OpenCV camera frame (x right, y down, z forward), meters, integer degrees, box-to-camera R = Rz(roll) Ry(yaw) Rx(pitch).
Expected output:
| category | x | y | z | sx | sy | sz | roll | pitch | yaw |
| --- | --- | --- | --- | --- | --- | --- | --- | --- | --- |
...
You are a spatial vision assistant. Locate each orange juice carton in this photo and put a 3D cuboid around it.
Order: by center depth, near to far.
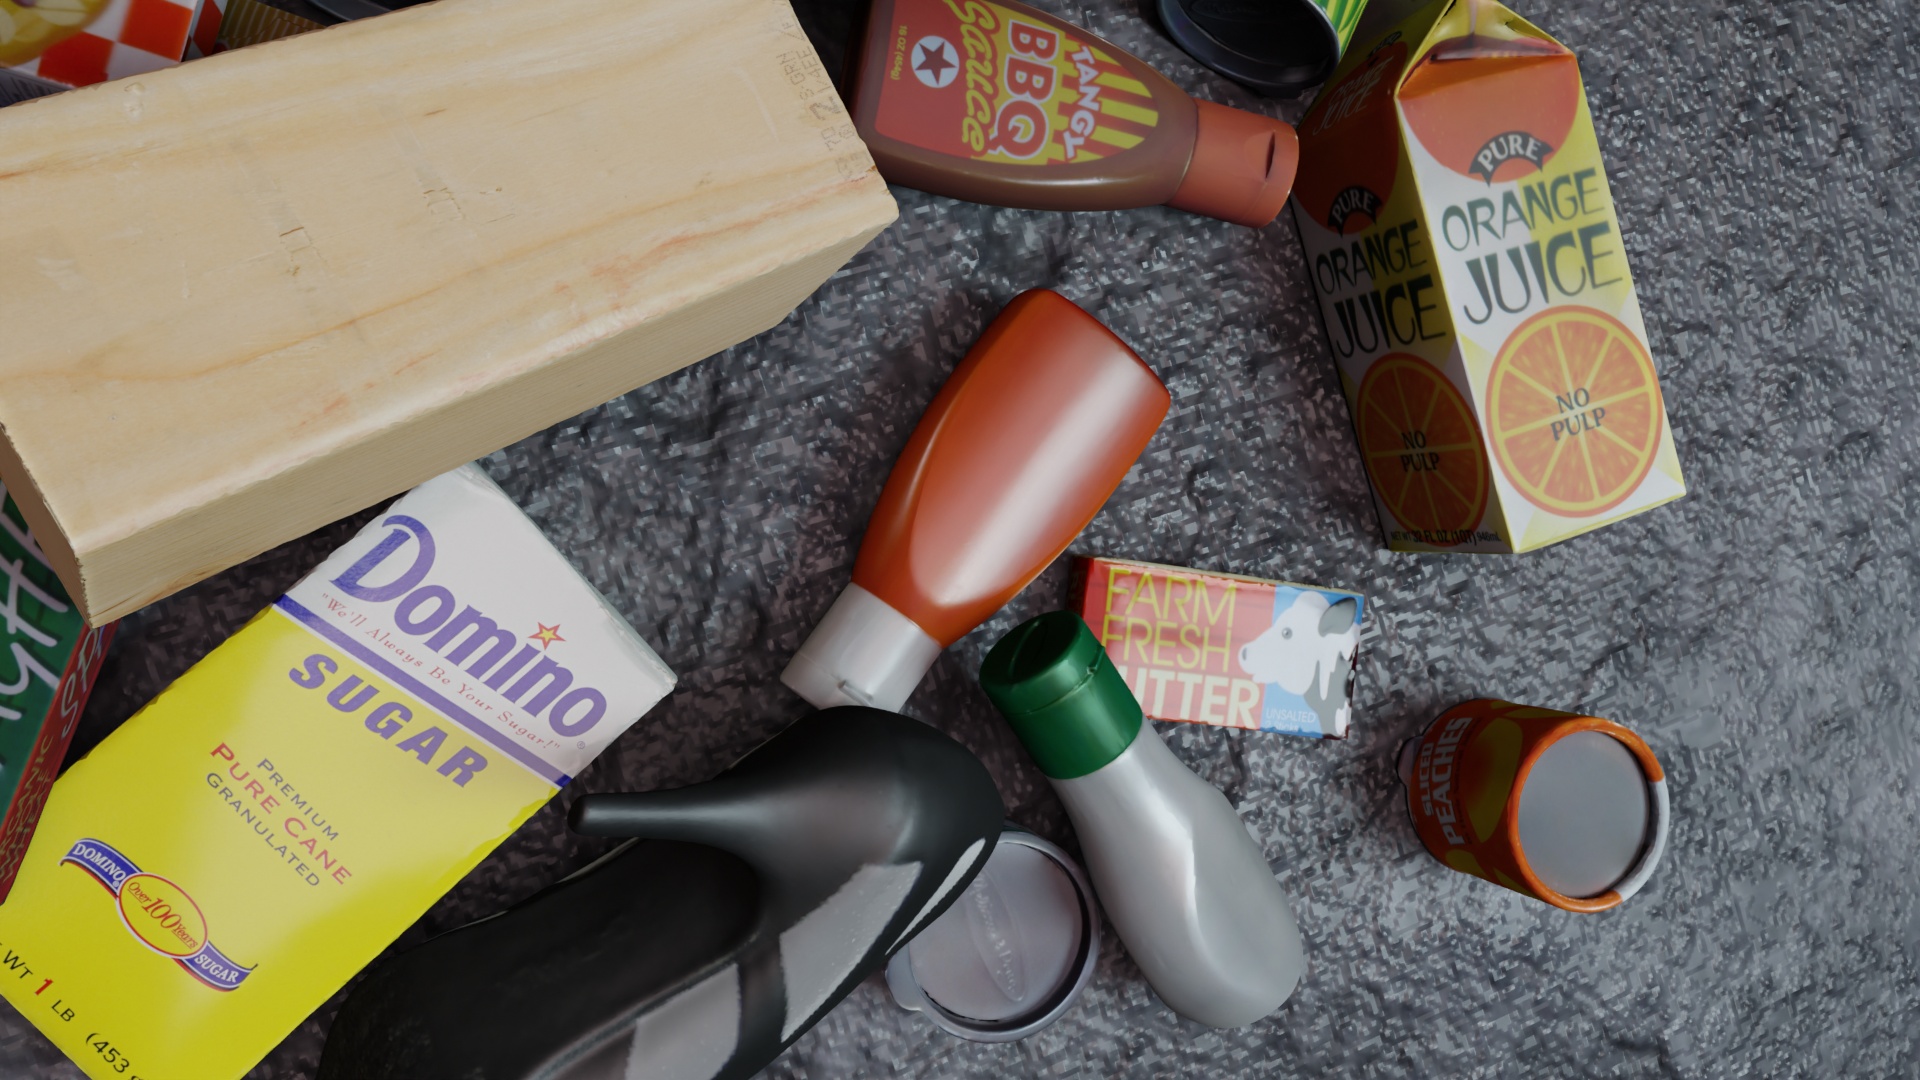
| category | x | y | z | sx | sy | sz | roll | pitch | yaw |
| --- | --- | --- | --- | --- | --- | --- | --- | --- | --- |
| orange juice carton | 0.171 | -0.095 | 0.474 | 0.073 | 0.072 | 0.192 | -18 | 94 | -16 |

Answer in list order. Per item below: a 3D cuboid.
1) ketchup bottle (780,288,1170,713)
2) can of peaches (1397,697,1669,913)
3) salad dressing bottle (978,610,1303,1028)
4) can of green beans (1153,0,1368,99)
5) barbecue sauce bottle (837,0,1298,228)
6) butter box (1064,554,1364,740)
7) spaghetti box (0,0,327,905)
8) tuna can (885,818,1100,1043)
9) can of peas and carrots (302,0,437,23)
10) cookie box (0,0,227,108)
| category | x | y | z | sx | sy | sz | roll | pitch | yaw |
| --- | --- | --- | --- | --- | --- | --- | --- | --- | --- |
| ketchup bottle | 0.002 | -0.006 | 0.440 | 0.064 | 0.043 | 0.149 | 39 | 80 | -13 |
| can of peaches | 0.200 | 0.091 | 0.487 | 0.071 | 0.058 | 0.071 | 0 | 90 | -16 |
| salad dressing bottle | 0.058 | 0.088 | 0.436 | 0.147 | 0.044 | 0.064 | 57 | 36 | -22 |
| can of green beans | 0.106 | -0.193 | 0.460 | 0.071 | 0.071 | 0.058 | 29 | 82 | -14 |
| barbecue sauce bottle | 0.036 | -0.136 | 0.452 | 0.149 | 0.043 | 0.065 | 10 | 86 | -16 |
| butter box | 0.084 | 0.037 | 0.473 | 0.103 | 0.024 | 0.053 | 8 | 87 | -16 |
| spaghetti box | -0.229 | -0.031 | 0.359 | 0.050 | 0.028 | 0.250 | 17 | 73 | -14 |
| tuna can | 0.006 | 0.124 | 0.446 | 0.071 | 0.033 | 0.071 | 0 | 89 | -16 |
| can of peas and carrots | -0.153 | -0.178 | 0.387 | 0.071 | 0.071 | 0.058 | 8 | 87 | -15 |
| cookie box | -0.258 | -0.176 | 0.322 | 0.167 | 0.040 | 0.123 | 14 | 81 | -21 |
